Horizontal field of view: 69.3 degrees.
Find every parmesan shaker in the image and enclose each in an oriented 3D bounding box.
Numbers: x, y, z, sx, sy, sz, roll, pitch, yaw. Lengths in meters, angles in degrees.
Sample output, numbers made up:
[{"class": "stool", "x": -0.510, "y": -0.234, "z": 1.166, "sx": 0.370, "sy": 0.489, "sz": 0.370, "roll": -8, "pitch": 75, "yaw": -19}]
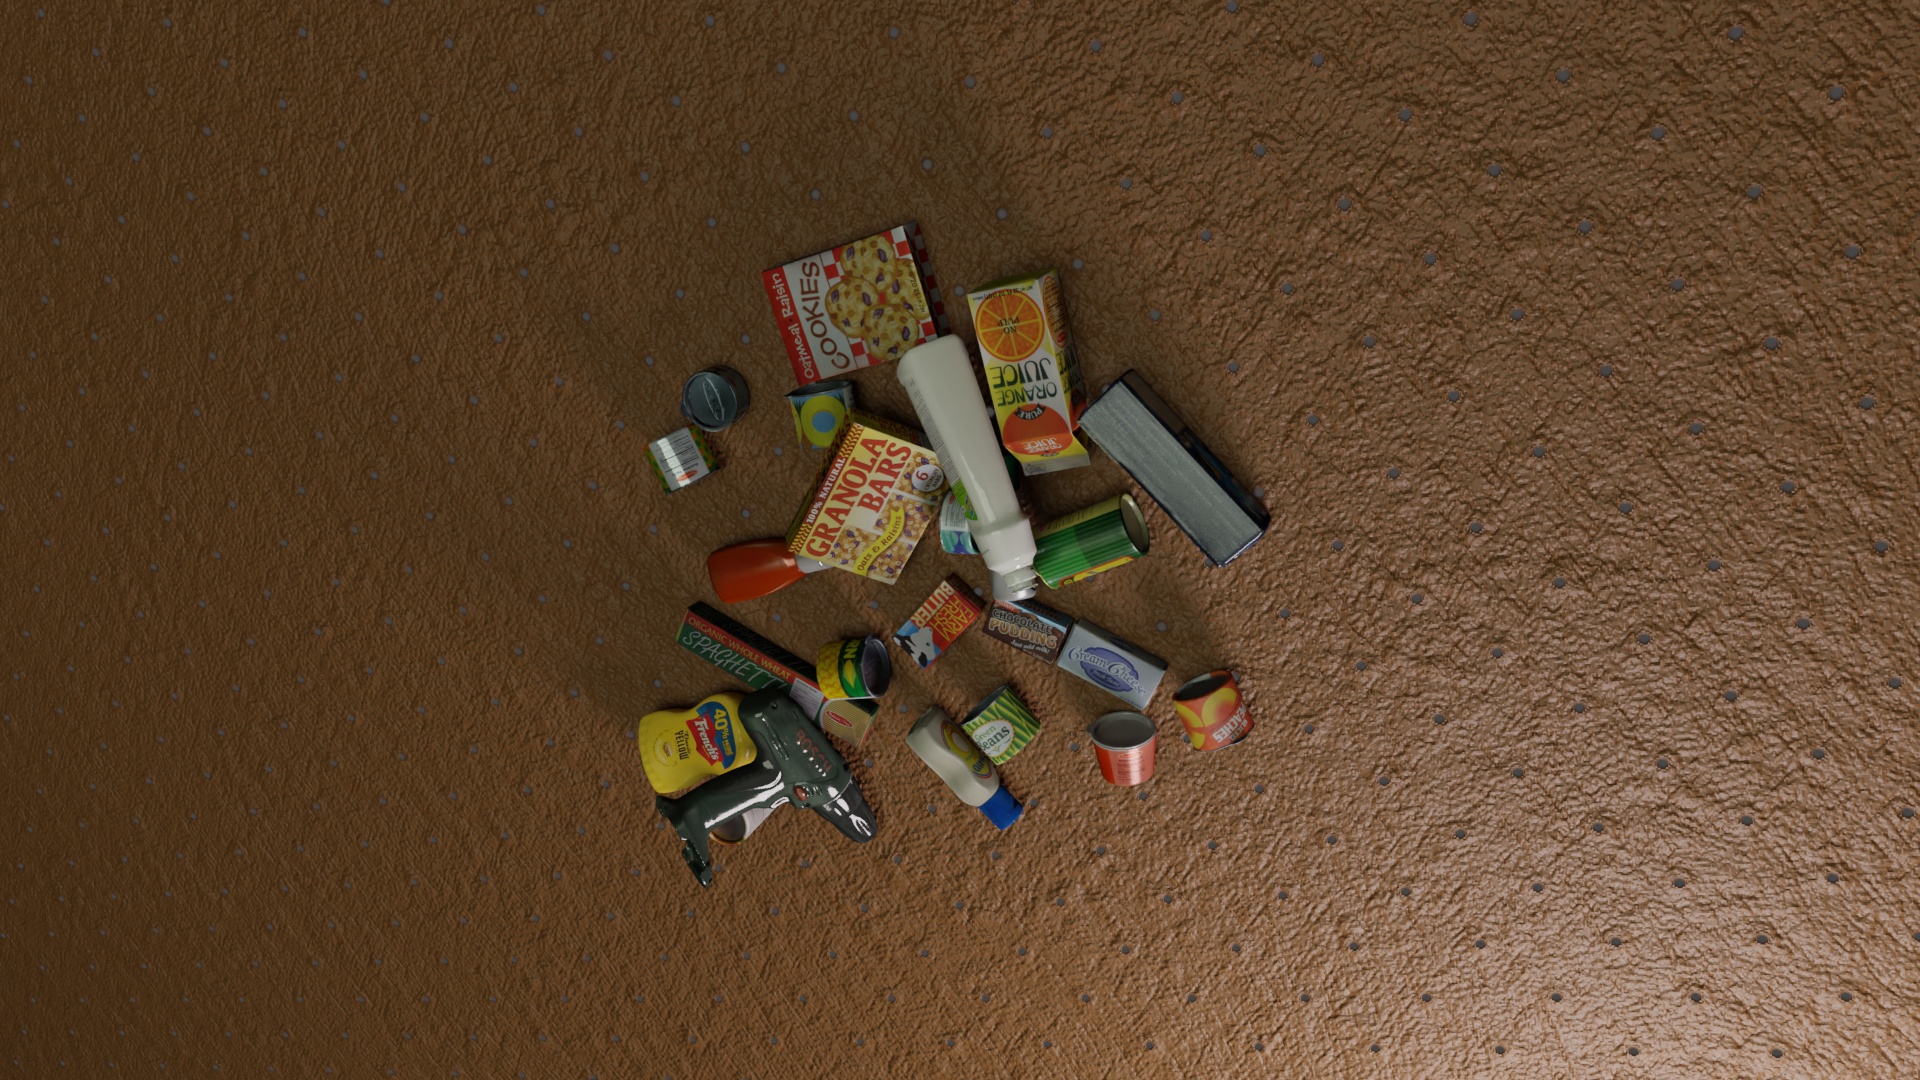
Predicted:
[{"class": "parmesan shaker", "x": 0.127, "y": 0.002, "z": 1.370, "sx": 0.103, "sy": 0.071, "sz": 0.071, "roll": -21, "pitch": 100, "yaw": 26}]

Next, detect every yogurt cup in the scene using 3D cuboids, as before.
[{"class": "yogurt cup", "x": 0.170, "y": 0.216, "z": 1.434, "sx": 0.072, "sy": 0.073, "sz": 0.053, "roll": 2, "pitch": 117, "yaw": 21}]

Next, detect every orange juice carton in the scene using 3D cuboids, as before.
[{"class": "orange juice carton", "x": 0.072, "y": -0.158, "z": 1.335, "sx": 0.072, "sy": 0.073, "sz": 0.192, "roll": -8, "pitch": 106, "yaw": 23}]

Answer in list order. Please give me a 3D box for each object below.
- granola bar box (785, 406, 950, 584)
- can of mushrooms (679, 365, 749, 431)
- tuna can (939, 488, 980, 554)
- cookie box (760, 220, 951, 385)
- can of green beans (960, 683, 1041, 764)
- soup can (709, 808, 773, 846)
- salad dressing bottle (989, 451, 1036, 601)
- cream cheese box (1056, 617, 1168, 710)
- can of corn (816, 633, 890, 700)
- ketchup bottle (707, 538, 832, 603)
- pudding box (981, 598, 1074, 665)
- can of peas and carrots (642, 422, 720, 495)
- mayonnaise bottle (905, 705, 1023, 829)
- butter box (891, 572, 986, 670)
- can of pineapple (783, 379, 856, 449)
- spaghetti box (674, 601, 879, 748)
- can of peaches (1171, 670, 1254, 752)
[{"class": "granola bar box", "x": -0.090, "y": -0.044, "z": 1.426, "sx": 0.124, "sy": 0.039, "sz": 0.164, "roll": 19, "pitch": 119, "yaw": -22}, {"class": "can of mushrooms", "x": -0.264, "y": -0.152, "z": 1.490, "sx": 0.071, "sy": 0.033, "sz": 0.070, "roll": 7, "pitch": 111, "yaw": 18}, {"class": "tuna can", "x": 0.005, "y": -0.018, "z": 1.416, "sx": 0.033, "sy": 0.071, "sz": 0.070, "roll": 4, "pitch": 110, "yaw": 19}, {"class": "cookie box", "x": -0.106, "y": -0.236, "z": 1.395, "sx": 0.167, "sy": 0.040, "sz": 0.122, "roll": -12, "pitch": 103, "yaw": 24}, {"class": "can of green beans", "x": 0.043, "y": 0.195, "z": 1.473, "sx": 0.071, "sy": 0.071, "sz": 0.058, "roll": -40, "pitch": 91, "yaw": 28}, {"class": "soup can", "x": -0.258, "y": 0.307, "z": 1.620, "sx": 0.071, "sy": 0.084, "sz": 0.071, "roll": 7, "pitch": 111, "yaw": 19}, {"class": "salad dressing bottle", "x": 0.047, "y": -0.015, "z": 1.405, "sx": 0.044, "sy": 0.064, "sz": 0.147, "roll": -5, "pitch": 99, "yaw": 15}, {"class": "cream cheese box", "x": 0.156, "y": 0.127, "z": 1.430, "sx": 0.104, "sy": 0.024, "sz": 0.053, "roll": 28, "pitch": 115, "yaw": 10}, {"class": "can of corn", "x": -0.117, "y": 0.138, "z": 1.516, "sx": 0.058, "sy": 0.071, "sz": 0.071, "roll": -7, "pitch": 106, "yaw": 24}, {"class": "ketchup bottle", "x": -0.203, "y": 0.026, "z": 1.523, "sx": 0.148, "sy": 0.044, "sz": 0.064, "roll": -13, "pitch": 104, "yaw": 24}, {"class": "pudding box", "x": 0.070, "y": 0.088, "z": 1.446, "sx": 0.084, "sy": 0.030, "sz": 0.049, "roll": 26, "pitch": 115, "yaw": 11}, {"class": "can of peas and carrots", "x": -0.304, "y": -0.089, "z": 1.511, "sx": 0.071, "sy": 0.071, "sz": 0.058, "roll": -22, "pitch": 99, "yaw": 26}, {"class": "mayonnaise bottle", "x": 0.006, "y": 0.250, "z": 1.512, "sx": 0.148, "sy": 0.065, "sz": 0.041, "roll": 47, "pitch": 114, "yaw": -4}, {"class": "butter box", "x": -0.023, "y": 0.087, "z": 1.485, "sx": 0.053, "sy": 0.024, "sz": 0.103, "roll": 43, "pitch": 117, "yaw": 3}, {"class": "can of pineapple", "x": -0.141, "y": -0.130, "z": 1.431, "sx": 0.071, "sy": 0.071, "sz": 0.057, "roll": -4, "pitch": 107, "yaw": 22}, {"class": "spaghetti box", "x": -0.209, "y": 0.150, "z": 1.577, "sx": 0.250, "sy": 0.029, "sz": 0.050, "roll": 29, "pitch": 116, "yaw": 10}, {"class": "can of peaches", "x": 0.252, "y": 0.169, "z": 1.382, "sx": 0.071, "sy": 0.071, "sz": 0.058, "roll": -22, "pitch": 99, "yaw": 26}]
